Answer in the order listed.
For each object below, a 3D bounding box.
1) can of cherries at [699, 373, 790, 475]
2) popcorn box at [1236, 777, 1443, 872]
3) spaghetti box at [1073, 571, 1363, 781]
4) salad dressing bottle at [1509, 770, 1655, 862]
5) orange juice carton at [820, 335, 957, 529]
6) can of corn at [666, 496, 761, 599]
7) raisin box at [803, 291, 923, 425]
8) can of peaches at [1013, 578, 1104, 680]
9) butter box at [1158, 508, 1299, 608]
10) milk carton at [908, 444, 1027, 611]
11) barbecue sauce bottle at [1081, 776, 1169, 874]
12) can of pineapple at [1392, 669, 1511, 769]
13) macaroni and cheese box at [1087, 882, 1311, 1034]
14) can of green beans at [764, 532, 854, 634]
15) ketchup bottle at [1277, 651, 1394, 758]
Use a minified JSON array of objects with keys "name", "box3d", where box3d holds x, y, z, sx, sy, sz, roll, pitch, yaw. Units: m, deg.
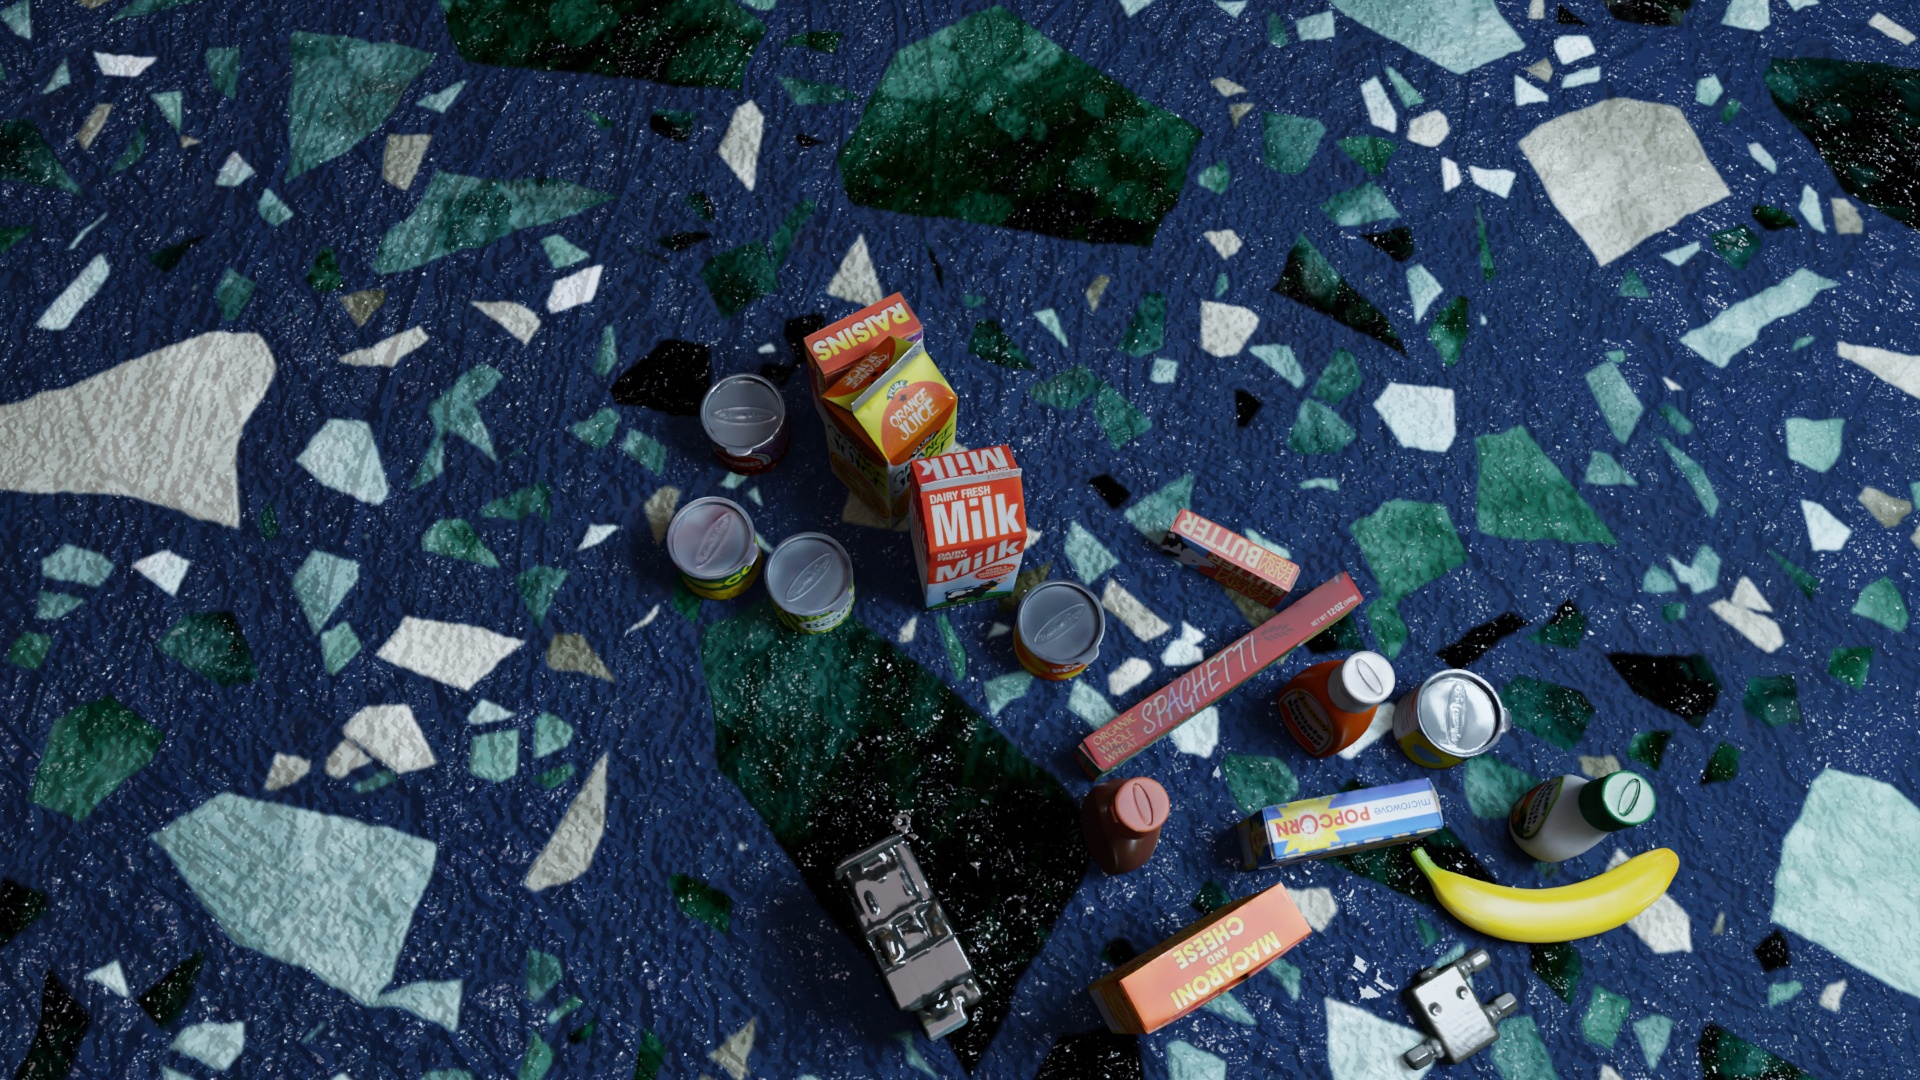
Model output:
[{"name":"can of cherries","box3d":[-0.171,-0.089,1.109,0.071,0.058,0.071,1,71,-2]},{"name":"popcorn box","box3d":[0.272,0.207,1.006,0.127,0.085,0.038,-9,72,-5]},{"name":"spaghetti box","box3d":[0.196,0.104,1.058,0.251,0.050,0.029,-31,75,-12]},{"name":"salad dressing bottle","box3d":[0.439,0.192,0.984,0.044,0.147,0.064,31,73,8]},{"name":"orange juice carton","box3d":[-0.053,-0.085,1.040,0.073,0.192,0.072,43,75,12]},{"name":"can of corn","box3d":[-0.187,0.008,1.074,0.071,0.058,0.071,1,71,-2]},{"name":"raisin box","box3d":[-0.075,-0.135,1.094,0.086,0.123,0.040,-27,74,-11]},{"name":"can of peaches","box3d":[0.075,0.071,1.061,0.071,0.058,0.071,1,71,-2]},{"name":"butter box","box3d":[0.210,0.014,1.088,0.103,0.053,0.024,27,72,7]},{"name":"milk carton","box3d":[0.004,-0.013,1.018,0.072,0.190,0.073,-10,72,-5]},{"name":"barbecue sauce bottle","box3d":[0.115,0.195,0.971,0.044,0.148,0.065,-15,72,-7]},{"name":"can of pineapple","box3d":[0.369,0.137,1.048,0.071,0.057,0.071,1,71,-2]},{"name":"macaroni and cheese box","box3d":[0.156,0.284,0.931,0.124,0.166,0.040,-28,74,-11]},{"name":"can of green beans","box3d":[-0.115,0.034,1.067,0.071,0.057,0.071,1,71,-2]},{"name":"ketchup bottle","box3d":[0.273,0.115,1.005,0.043,0.148,0.065,-29,74,-11]}]
